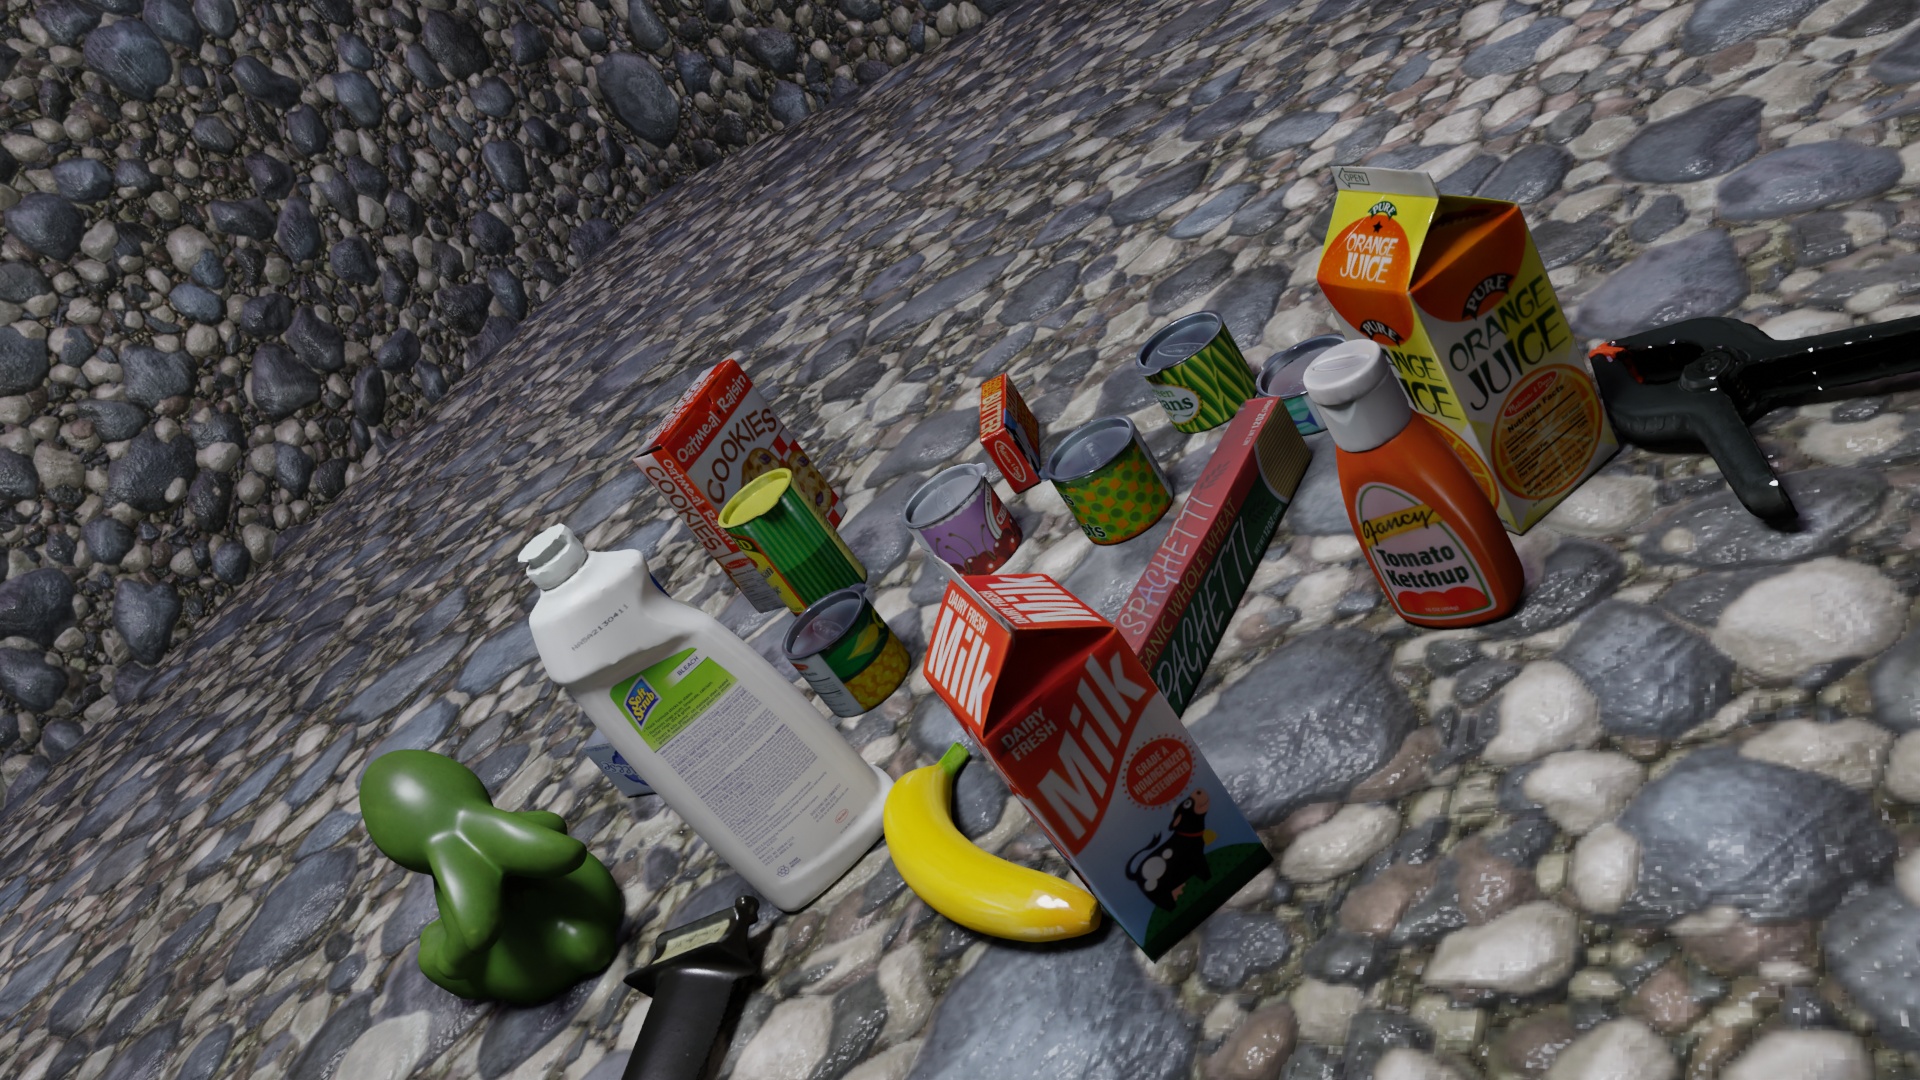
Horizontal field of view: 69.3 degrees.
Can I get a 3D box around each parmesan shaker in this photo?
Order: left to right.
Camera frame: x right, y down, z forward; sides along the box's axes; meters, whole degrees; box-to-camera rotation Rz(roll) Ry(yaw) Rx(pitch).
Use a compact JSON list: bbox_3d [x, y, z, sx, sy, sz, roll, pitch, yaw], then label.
[{"bbox_3d":[-0.125,0.006,1.047,0.071,0.103,0.071,-28,26,15],"label":"parmesan shaker"}]

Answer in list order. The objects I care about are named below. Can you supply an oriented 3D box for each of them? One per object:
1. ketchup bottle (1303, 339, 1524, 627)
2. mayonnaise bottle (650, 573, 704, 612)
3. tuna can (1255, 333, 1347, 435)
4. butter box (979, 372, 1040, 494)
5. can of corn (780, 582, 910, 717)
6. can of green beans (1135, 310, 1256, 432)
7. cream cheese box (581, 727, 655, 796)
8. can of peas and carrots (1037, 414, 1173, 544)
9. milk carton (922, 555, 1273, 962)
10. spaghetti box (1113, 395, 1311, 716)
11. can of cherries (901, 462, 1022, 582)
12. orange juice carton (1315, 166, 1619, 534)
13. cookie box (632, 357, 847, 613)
[{"bbox_3d":[0.207,-0.025,0.648,0.064,0.148,0.044,-8,37,45],"label":"ketchup bottle"},{"bbox_3d":[-0.187,0.078,0.947,0.064,0.147,0.041,-30,26,12],"label":"mayonnaise bottle"},{"bbox_3d":[0.224,-0.100,0.889,0.071,0.032,0.071,-28,27,15],"label":"tuna can"},{"bbox_3d":[0.038,-0.083,1.062,0.024,0.053,0.104,-27,27,17],"label":"butter box"},{"bbox_3d":[-0.074,0.073,0.923,0.071,0.058,0.071,-28,26,15],"label":"can of corn"},{"bbox_3d":[0.164,-0.116,0.961,0.071,0.057,0.071,-28,26,15],"label":"can of green beans"},{"bbox_3d":[-0.209,0.148,0.964,0.103,0.053,0.024,-15,32,36],"label":"cream cheese box"},{"bbox_3d":[0.095,-0.038,0.908,0.071,0.058,0.071,-28,26,15],"label":"can of peas and carrots"},{"bbox_3d":[0.050,0.085,0.601,0.073,0.190,0.072,-39,26,-7],"label":"milk carton"},{"bbox_3d":[0.136,0.014,0.780,0.028,0.050,0.251,-8,37,44],"label":"spaghetti box"},{"bbox_3d":[0.003,-0.012,0.975,0.071,0.058,0.072,-28,26,15],"label":"can of cherries"},{"bbox_3d":[0.244,-0.103,0.686,0.073,0.192,0.072,-39,26,-7],"label":"orange juice carton"},{"bbox_3d":[-0.172,-0.045,1.116,0.040,0.167,0.123,-17,31,34],"label":"cookie box"}]
